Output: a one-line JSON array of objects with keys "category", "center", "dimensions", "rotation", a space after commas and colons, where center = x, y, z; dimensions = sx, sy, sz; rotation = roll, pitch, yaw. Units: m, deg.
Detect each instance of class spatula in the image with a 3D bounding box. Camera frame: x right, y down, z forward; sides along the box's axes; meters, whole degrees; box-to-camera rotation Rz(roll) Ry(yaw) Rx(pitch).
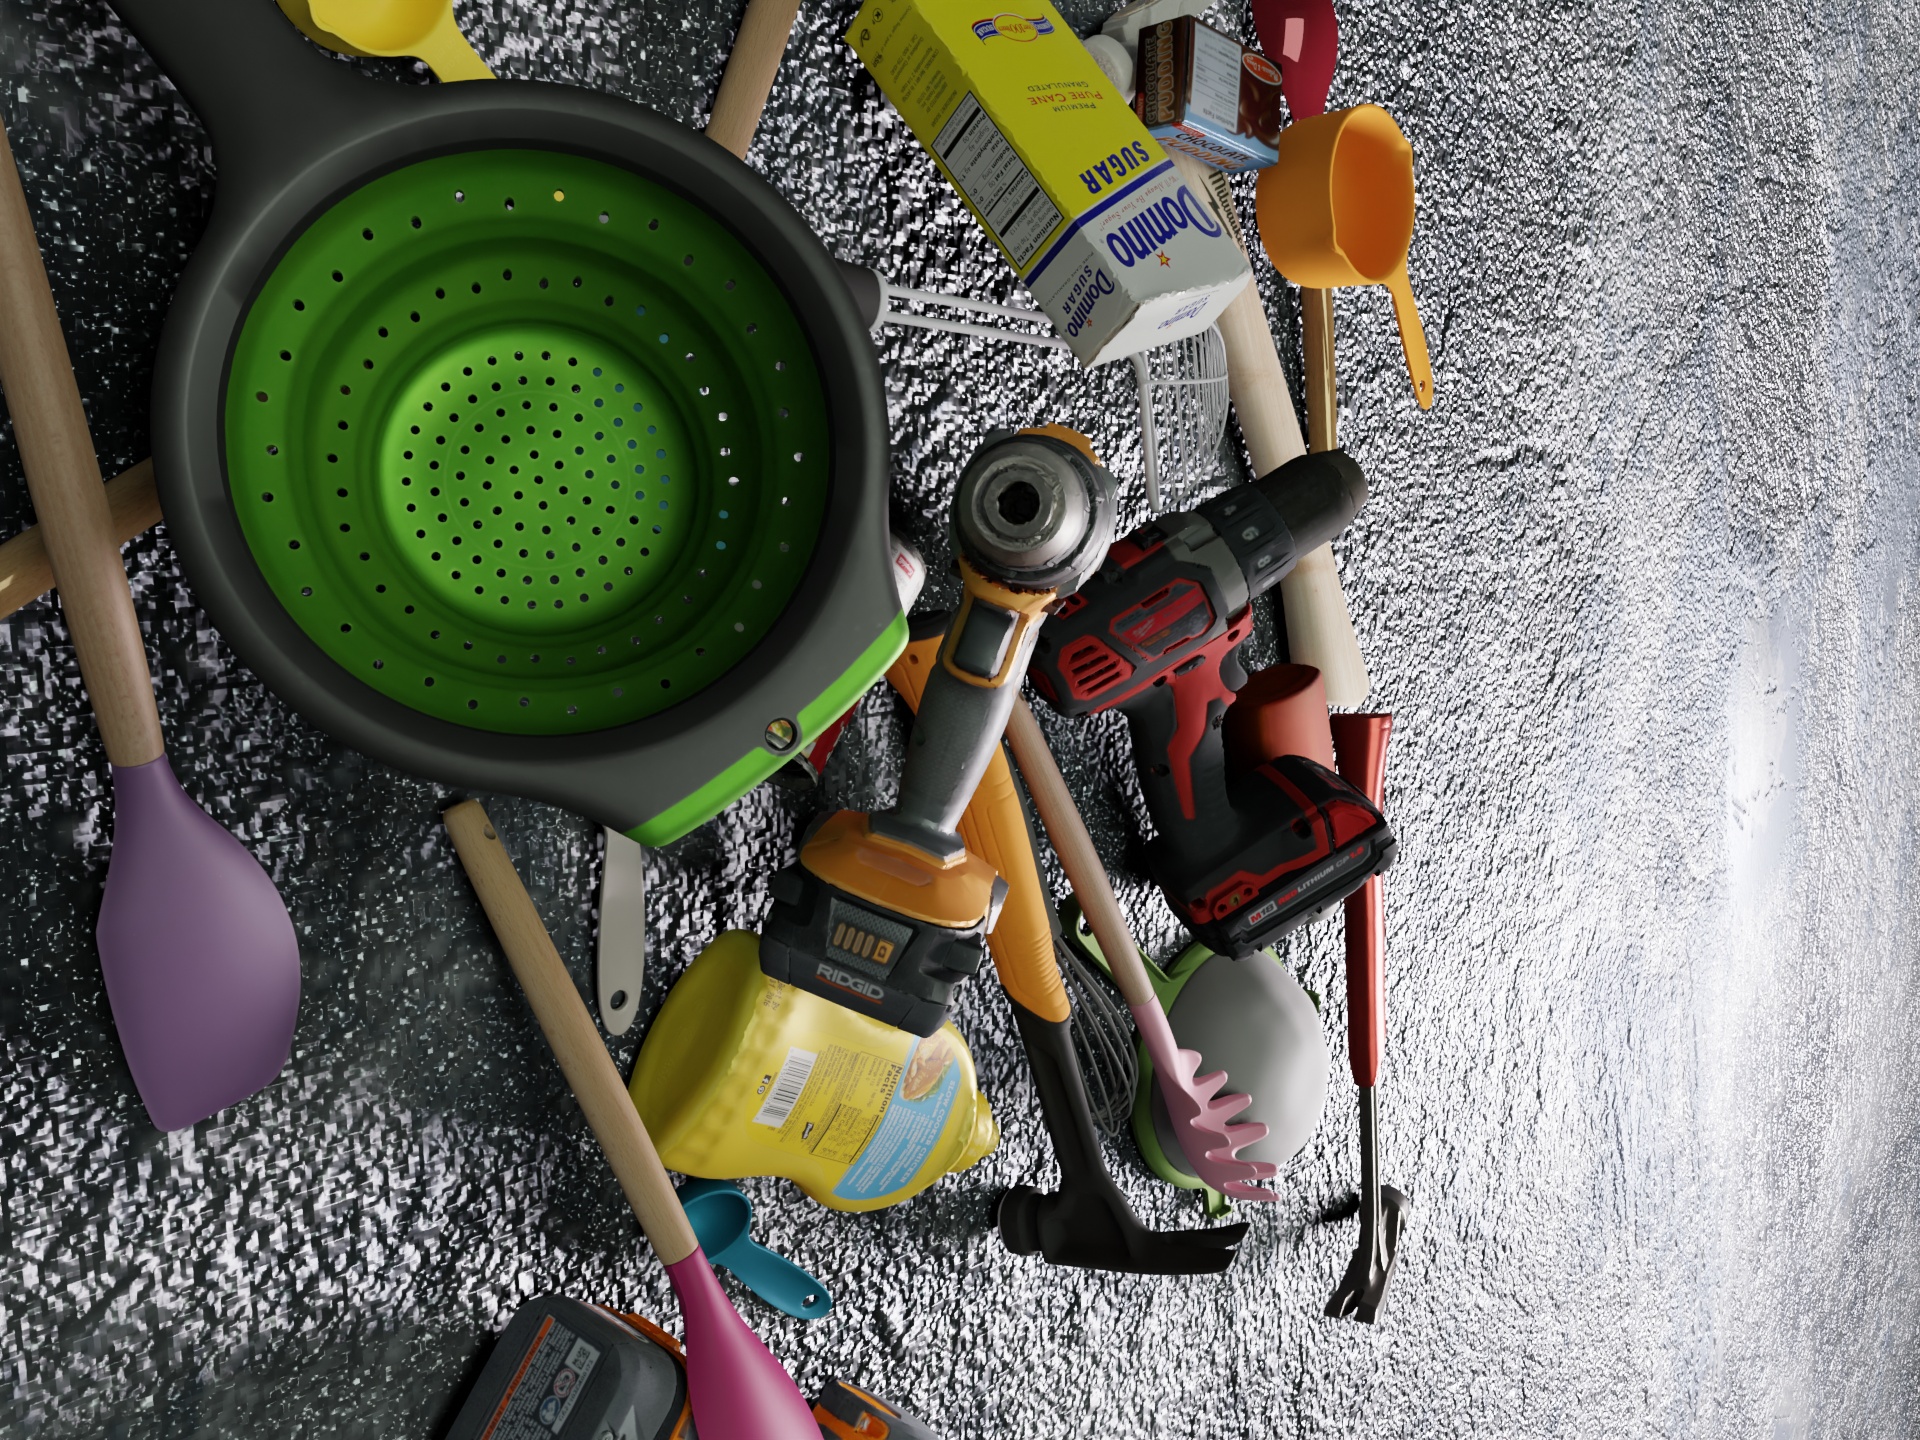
[{"category": "spatula", "center": [-0.242, -0.013, 0.461], "dimensions": [0.060, 0.018, 0.315], "rotation": [-27, 128, -41]}, {"category": "spatula", "center": [-0.082, -0.221, 0.611], "dimensions": [0.082, 0.044, 0.317], "rotation": [26, 76, -48]}]

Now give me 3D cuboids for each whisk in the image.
[{"category": "whisk", "center": [0.040, 0.102, 0.779], "dimensions": [0.055, 0.055, 0.238], "rotation": [-33, 113, -37]}]

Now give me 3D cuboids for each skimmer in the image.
[{"category": "skimmer", "center": [-0.008, -0.159, 0.669], "dimensions": [0.363, 0.090, 0.127], "rotation": [-3, 87, -42]}]

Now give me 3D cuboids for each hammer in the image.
[{"category": "hammer", "center": [0.166, -0.187, 0.867], "dimensions": [0.146, 0.038, 0.410], "rotation": [-44, 124, -33]}, {"category": "hammer", "center": [0.035, 0.109, 0.736], "dimensions": [0.034, 0.127, 0.336], "rotation": [-38, 116, -52]}, {"category": "hammer", "center": [0.247, 0.175, 0.976], "dimensions": [0.149, 0.037, 0.359], "rotation": [-19, 108, -65]}]

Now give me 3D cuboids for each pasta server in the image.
[{"category": "pasta server", "center": [0.086, 0.112, 0.784], "dimensions": [0.060, 0.040, 0.316], "rotation": [-72, 139, -66]}]

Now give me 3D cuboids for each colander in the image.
[{"category": "colander", "center": [-0.180, -0.144, 0.480], "dimensions": [0.204, 0.094, 0.397], "rotation": [-40, 100, -12]}]

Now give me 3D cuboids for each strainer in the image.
[{"category": "strainer", "center": [0.139, 0.168, 0.866], "dimensions": [0.256, 0.069, 0.151], "rotation": [47, 64, -39]}]

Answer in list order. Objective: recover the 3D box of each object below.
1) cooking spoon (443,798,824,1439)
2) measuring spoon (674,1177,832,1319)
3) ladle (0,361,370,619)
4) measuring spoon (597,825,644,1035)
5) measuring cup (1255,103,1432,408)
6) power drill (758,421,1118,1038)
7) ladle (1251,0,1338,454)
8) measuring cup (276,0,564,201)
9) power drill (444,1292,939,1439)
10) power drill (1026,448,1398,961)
[{"category": "cooking spoon", "center": [-0.114, 0.174, 0.585], "dimensions": [0.319, 0.017, 0.069], "rotation": [65, 20, -5]}, {"category": "measuring spoon", "center": [-0.092, 0.229, 0.688], "dimensions": [0.042, 0.021, 0.128], "rotation": [-39, 135, -5]}, {"category": "ladle", "center": [-0.284, -0.021, 0.433], "dimensions": [0.320, 0.062, 0.078], "rotation": [-46, 127, -33]}, {"category": "measuring spoon", "center": [-0.137, 0.064, 0.622], "dimensions": [0.034, 0.018, 0.124], "rotation": [-11, 110, -44]}, {"category": "measuring cup", "center": [0.207, -0.237, 0.842], "dimensions": [0.095, 0.052, 0.173], "rotation": [-52, 131, -29]}, {"category": "power drill", "center": [-0.001, -0.002, 0.593], "dimensions": [0.185, 0.084, 0.226], "rotation": [-44, 155, -83]}, {"category": "ladle", "center": [0.198, -0.263, 0.895], "dimensions": [0.069, 0.031, 0.315], "rotation": [-22, 113, -40]}, {"category": "measuring cup", "center": [-0.173, -0.215, 0.542], "dimensions": [0.062, 0.029, 0.156], "rotation": [-61, 143, -19]}, {"category": "power drill", "center": [-0.111, 0.336, 0.639], "dimensions": [0.226, 0.084, 0.164], "rotation": [45, 66, -43]}, {"category": "power drill", "center": [0.145, -0.011, 0.801], "dimensions": [0.188, 0.080, 0.226], "rotation": [-32, 120, -5]}]
